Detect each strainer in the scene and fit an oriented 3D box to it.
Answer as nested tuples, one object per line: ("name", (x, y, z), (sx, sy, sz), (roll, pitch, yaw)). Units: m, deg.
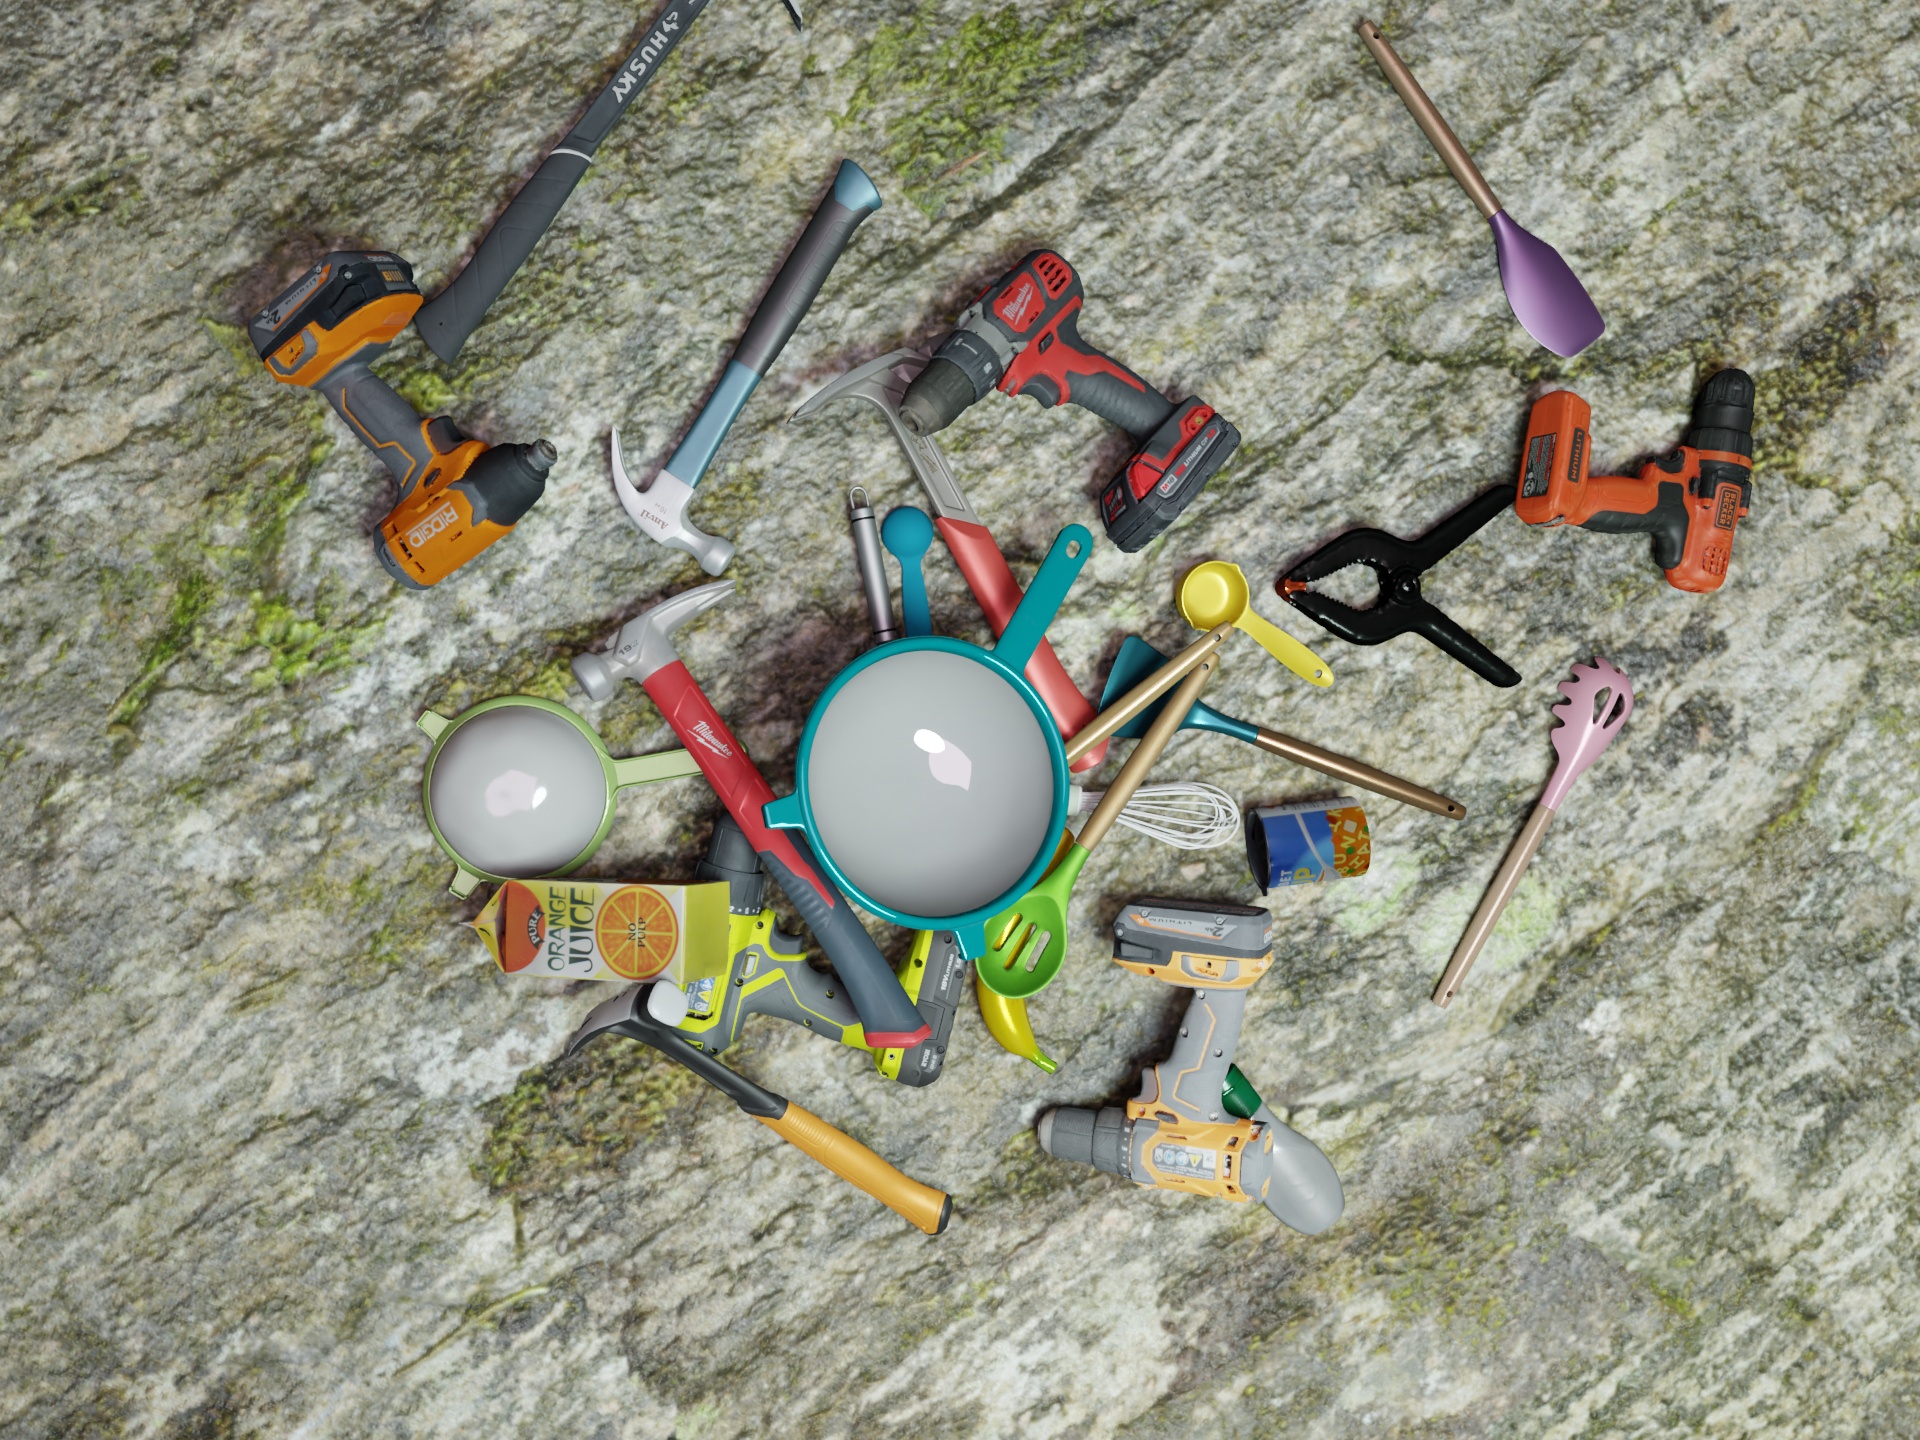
("strainer", (-0.292, 0.048, 1.224), (0.256, 0.069, 0.151), (-10, 93, -2))
("strainer", (-0.002, -0.004, 1.195), (0.211, 0.095, 0.340), (36, 70, -15))
("strainer", (-0.056, -0.058, 1.252), (0.087, 0.050, 0.258), (-11, 89, -3))

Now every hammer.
("hammer", (-0.158, -0.285, 1.239), (0.128, 0.033, 0.331), (31, 90, -6))
("hammer", (-0.131, 0.075, 1.201), (0.143, 0.038, 0.386), (-33, 81, -16))
("hammer", (0.011, -0.117, 1.244), (0.149, 0.037, 0.359), (-31, 97, -20))
("hammer", (-0.138, 0.307, 1.218), (0.336, 0.127, 0.034), (39, 47, -24))
("hammer", (-0.283, -0.445, 1.223), (0.149, 0.036, 0.409), (37, 90, -6))

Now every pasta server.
("pasta server", (0.466, 0.094, 1.307), (0.060, 0.040, 0.316), (27, 94, -5))

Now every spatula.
("spatula", (0.414, -0.429, 1.283), (0.060, 0.018, 0.316), (-37, 95, -1))
("spatula", (0.262, 0.023, 1.276), (0.317, 0.044, 0.082), (20, 88, -4))

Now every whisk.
("whisk", (0.102, 0.064, 1.271), (0.246, 0.057, 0.059), (8, 58, -2))

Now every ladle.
("ladle", (0.086, 0.026, 1.235), (0.315, 0.031, 0.069), (-39, 94, 4))

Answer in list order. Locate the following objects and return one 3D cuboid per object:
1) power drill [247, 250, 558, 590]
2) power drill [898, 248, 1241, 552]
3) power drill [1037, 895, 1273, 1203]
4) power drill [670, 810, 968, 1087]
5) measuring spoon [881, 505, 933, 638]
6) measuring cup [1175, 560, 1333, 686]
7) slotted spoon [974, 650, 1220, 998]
("power drill", (-0.404, -0.230, 1.178), (0.164, 0.084, 0.226), (-29, 96, 22))
("power drill", (0.079, -0.232, 1.215), (0.226, 0.080, 0.188), (42, 68, -3))
("power drill", (0.156, 0.256, 1.252), (0.185, 0.084, 0.226), (3, 91, 21))
("power drill", (-0.112, 0.182, 1.242), (0.228, 0.080, 0.190), (14, 92, -2))
("measuring spoon", (-0.037, -0.107, 1.260), (0.042, 0.021, 0.128), (-7, 91, -4))
("measuring cup", (0.239, -0.073, 1.287), (0.156, 0.029, 0.062), (34, 90, -17))
("slotted spoon", (0.112, 0.078, 1.236), (0.070, 0.031, 0.314), (34, 89, 2))
